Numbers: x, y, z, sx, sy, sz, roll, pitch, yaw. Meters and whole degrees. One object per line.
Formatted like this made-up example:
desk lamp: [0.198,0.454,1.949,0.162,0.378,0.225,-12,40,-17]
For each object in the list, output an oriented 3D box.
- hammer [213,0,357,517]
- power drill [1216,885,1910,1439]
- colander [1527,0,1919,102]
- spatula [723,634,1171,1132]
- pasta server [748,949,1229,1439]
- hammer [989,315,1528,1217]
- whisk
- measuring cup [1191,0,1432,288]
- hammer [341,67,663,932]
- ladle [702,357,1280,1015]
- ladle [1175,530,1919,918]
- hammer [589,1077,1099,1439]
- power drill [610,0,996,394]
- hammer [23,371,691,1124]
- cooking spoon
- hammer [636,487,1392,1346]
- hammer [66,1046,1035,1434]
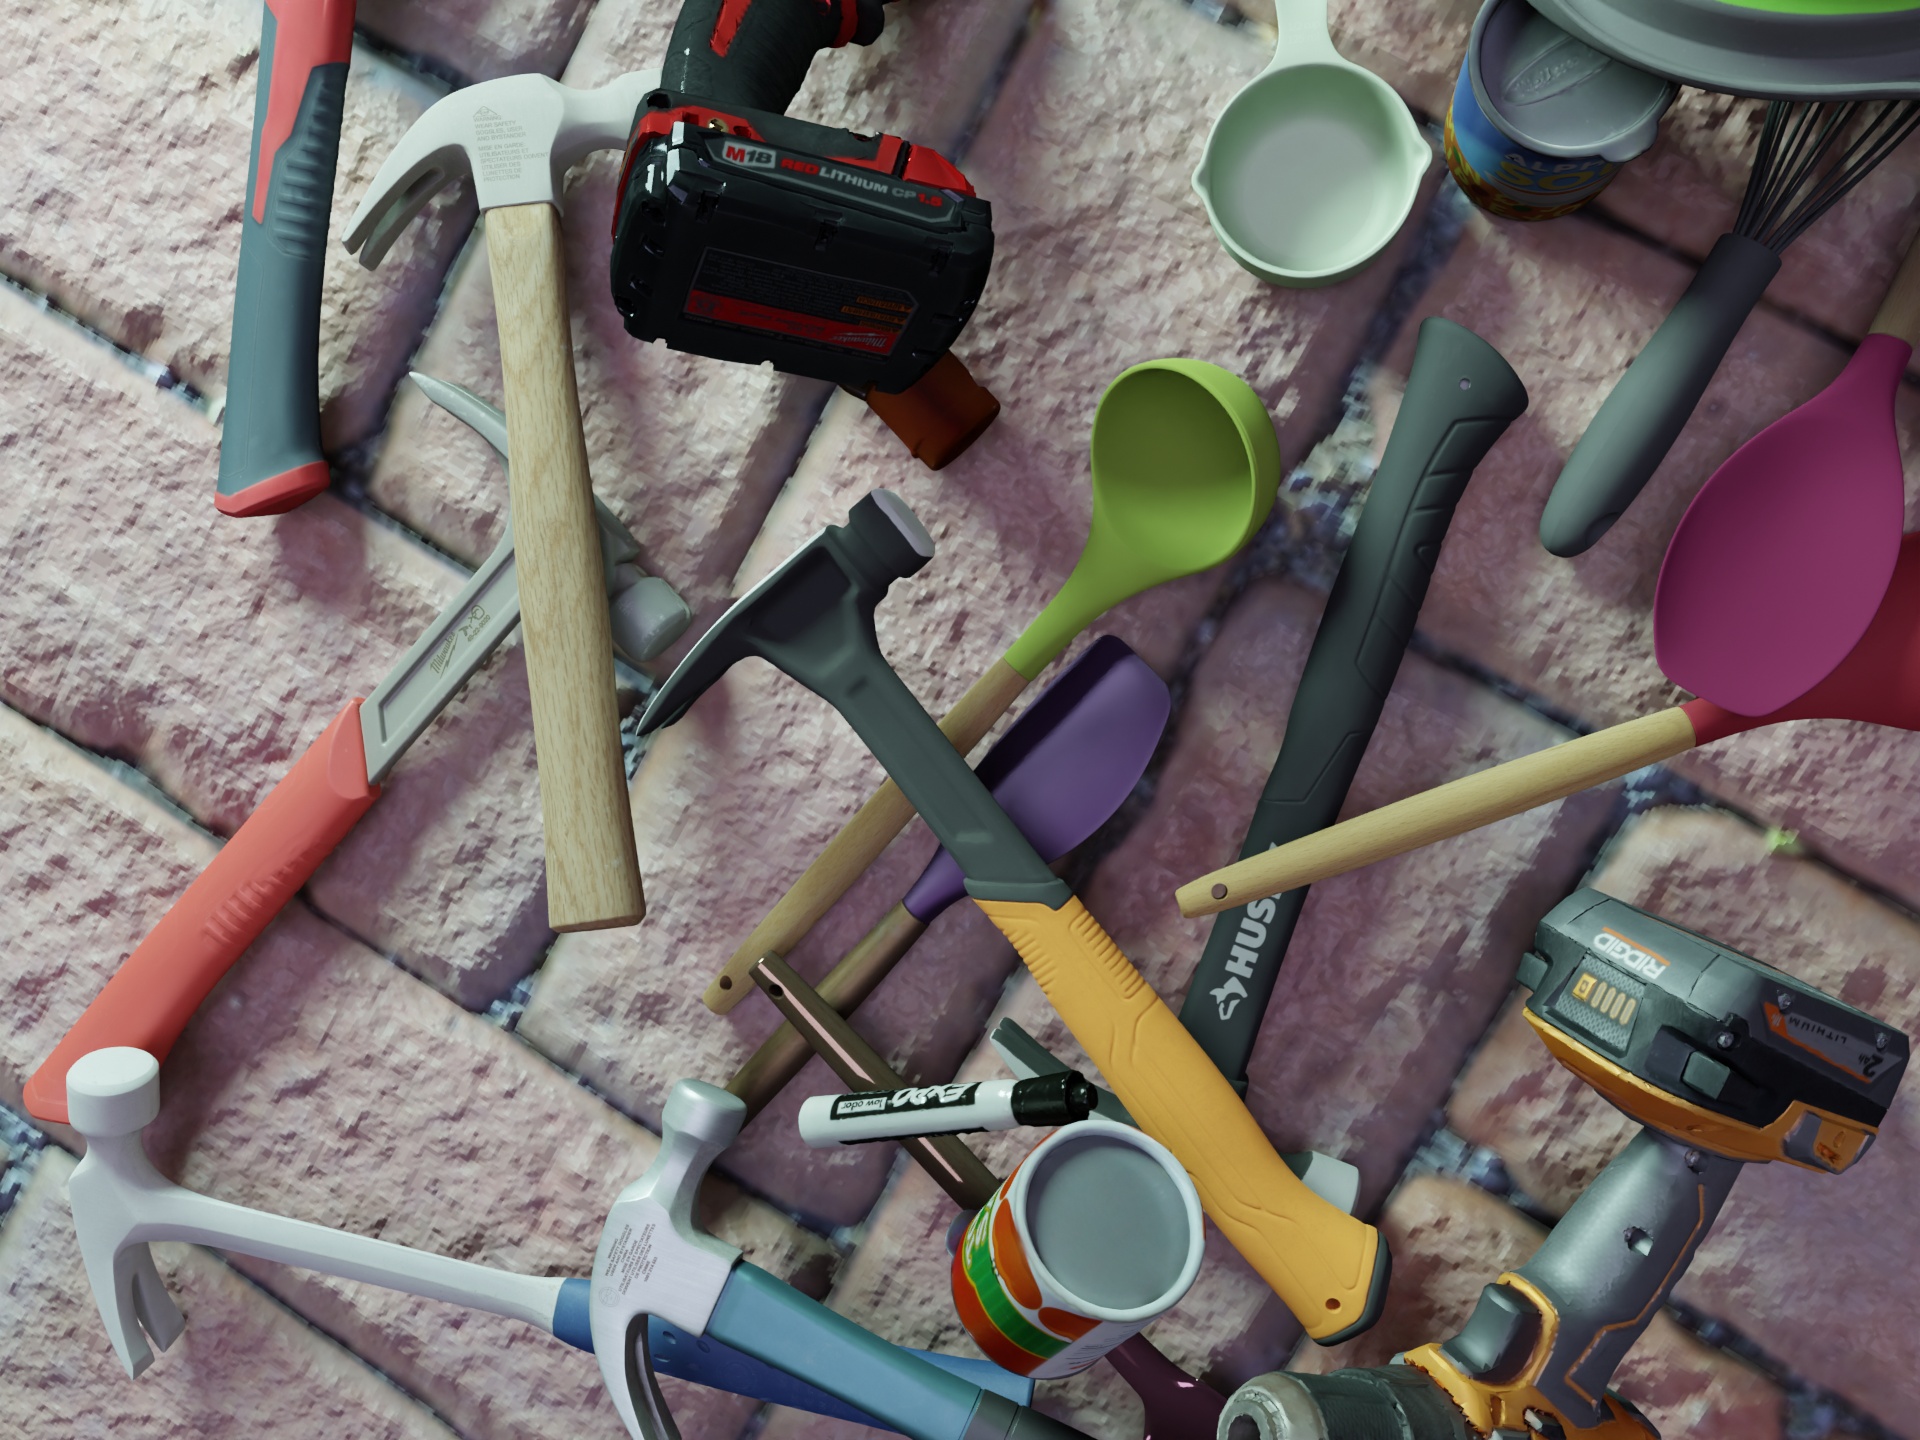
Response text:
hammer: [-0.271,-0.273,0.625,0.143,0.038,0.386,13,102,5]
power drill: [0.191,0.173,0.519,0.185,0.084,0.226,21,97,-31]
colander: [0.197,-0.336,0.481,0.204,0.094,0.397,-43,67,-10]
spatula: [-0.033,0.095,0.626,0.316,0.018,0.060,-47,56,11]
pasta server: [0.030,0.208,0.600,0.316,0.040,0.060,47,108,1]
hammer: [0.125,0.016,0.587,0.146,0.035,0.335,20,96,9]
whisk: [0.271,-0.161,0.546,0.055,0.055,0.239,32,101,8]
measuring cup: [0.124,-0.240,0.576,0.083,0.038,0.167,-3,90,11]
hammer: [-0.158,-0.085,0.607,0.130,0.031,0.331,-7,83,0]
ladle: [-0.001,-0.002,0.601,0.320,0.062,0.078,-48,67,12]
ladle: [0.224,0.010,0.549,0.315,0.031,0.069,-20,84,4]
hammer: [0.015,0.259,0.573,0.331,0.033,0.128,25,86,9]
power drill: [-0.047,-0.231,0.550,0.143,0.078,0.220,7,66,-20]
hammer: [-0.278,0.031,0.666,0.149,0.036,0.359,45,99,6]
cooking spoon: [0.321,-0.148,0.530,0.069,0.017,0.319,28,90,7]
hammer: [0.029,0.085,0.569,0.127,0.034,0.337,-39,87,14]
hammer: [-0.172,0.240,0.645,0.405,0.035,0.144,10,110,8]
